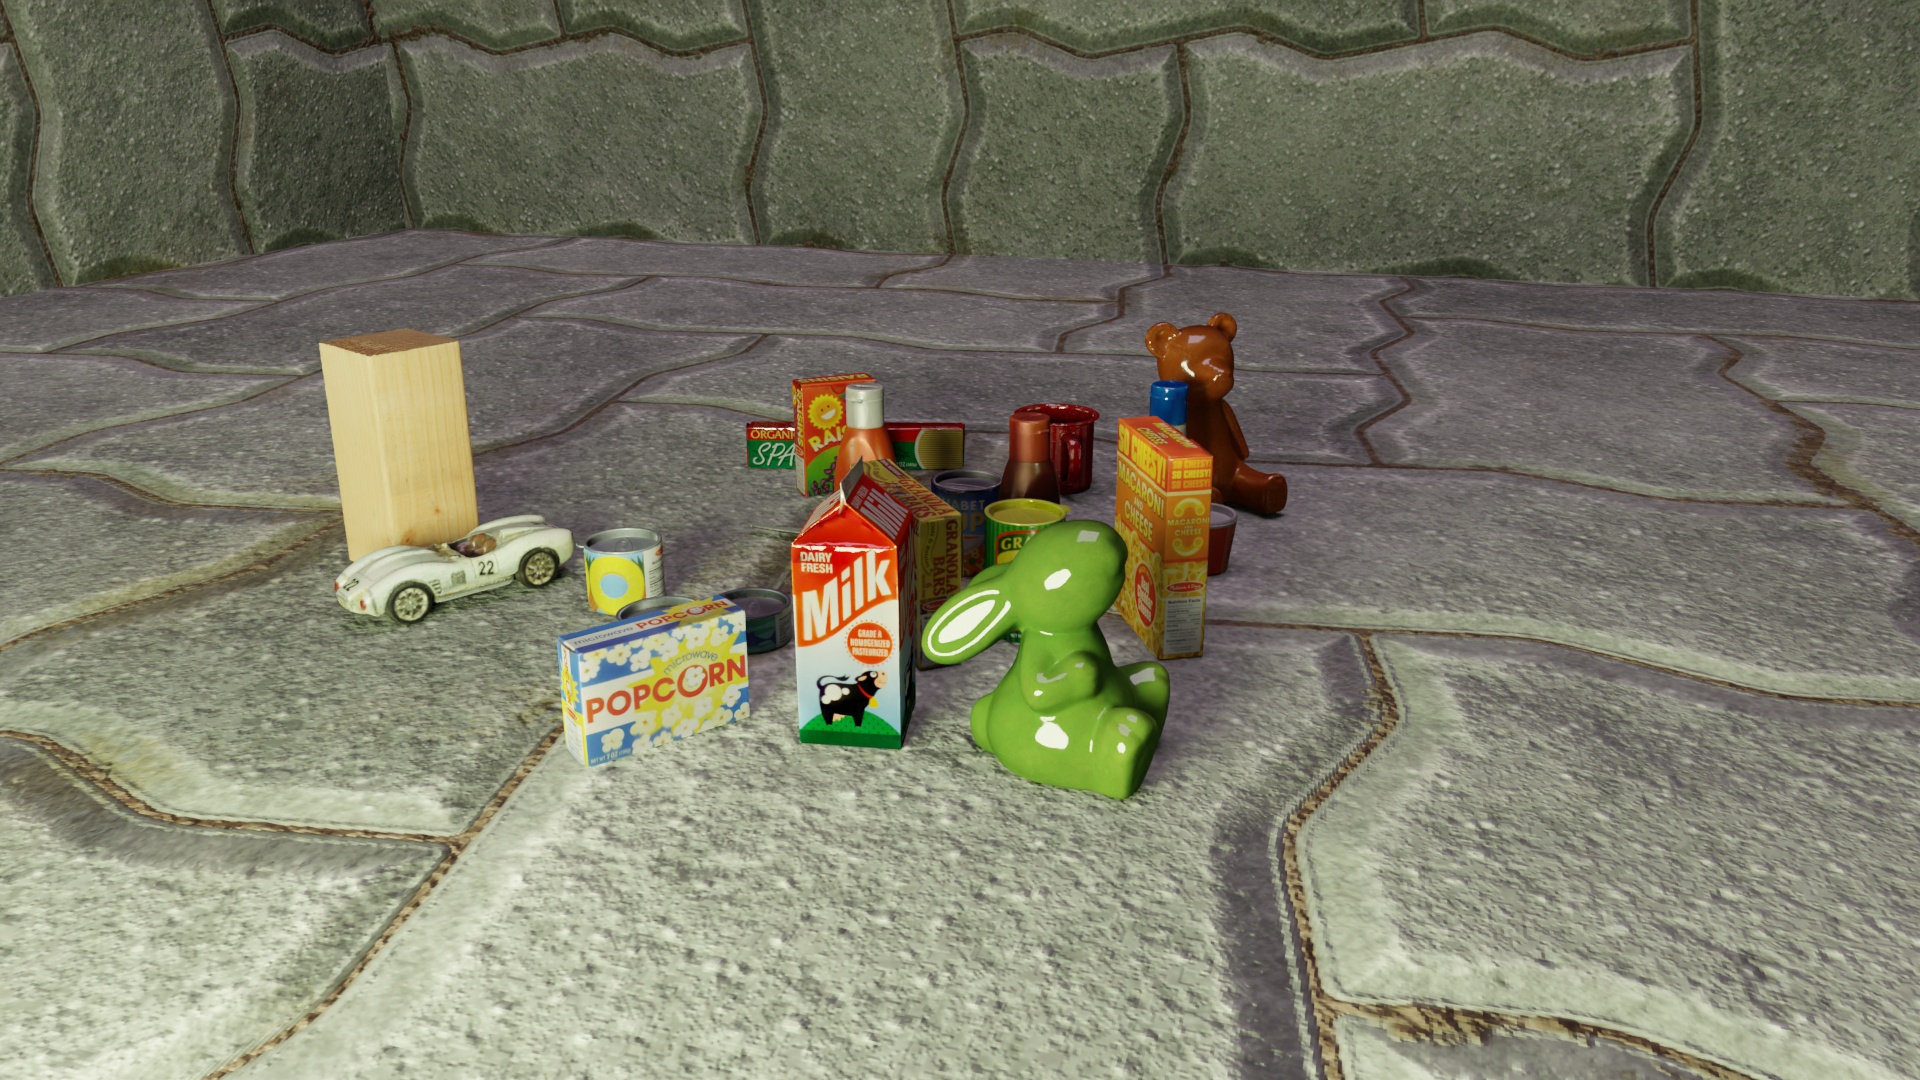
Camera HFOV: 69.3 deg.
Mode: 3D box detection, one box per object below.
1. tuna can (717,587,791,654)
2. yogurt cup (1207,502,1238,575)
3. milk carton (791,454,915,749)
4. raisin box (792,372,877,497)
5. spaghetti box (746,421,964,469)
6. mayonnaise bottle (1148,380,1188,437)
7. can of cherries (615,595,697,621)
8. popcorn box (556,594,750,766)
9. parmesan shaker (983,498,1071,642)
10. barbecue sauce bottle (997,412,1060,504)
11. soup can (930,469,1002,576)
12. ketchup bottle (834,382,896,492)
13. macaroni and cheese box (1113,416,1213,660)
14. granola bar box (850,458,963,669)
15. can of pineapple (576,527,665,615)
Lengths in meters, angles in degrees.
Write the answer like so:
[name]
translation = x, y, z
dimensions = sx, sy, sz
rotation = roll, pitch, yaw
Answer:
[tuna can]
translation = -0.172, 0.064, 1.119
dimensions = 0.071, 0.032, 0.071
rotation = 0, 19, 0
[yogurt cup]
translation = 0.220, -0.001, 1.278
dimensions = 0.072, 0.053, 0.072
rotation = 0, 19, 0
[milk carton]
translation = -0.071, 0.041, 0.950
dimensions = 0.073, 0.189, 0.072
rotation = 2, 19, 6
[raisin box]
translation = -0.134, -0.114, 1.489
dimensions = 0.086, 0.123, 0.040
rotation = -8, 20, -21
[spaghetti box]
translation = -0.120, -0.108, 1.583
dimensions = 0.250, 0.050, 0.029
rotation = 0, 19, 0
[mayonnaise bottle]
translation = 0.202, -0.081, 1.363
dimensions = 0.041, 0.147, 0.065
rotation = 4, 19, 11
[can of cherries]
translation = -0.221, 0.081, 1.034
dimensions = 0.071, 0.058, 0.072
rotation = 0, 19, 0
[popcorn box]
translation = -0.209, 0.095, 0.954
dimensions = 0.127, 0.085, 0.038
rotation = -15, 24, -36
[parmesan shaker]
translation = 0.054, 0.024, 1.130
dimensions = 0.071, 0.102, 0.071
rotation = 0, 19, 0
[barbecue sauce bottle]
translation = 0.061, -0.039, 1.241
dimensions = 0.065, 0.148, 0.044
rotation = -16, 24, -38
[soup can]
translation = 0.005, -0.016, 1.272
dimensions = 0.071, 0.083, 0.071
rotation = 0, 19, 0
[ketchup bottle]
translation = -0.091, -0.077, 1.346
dimensions = 0.065, 0.148, 0.044
rotation = 7, 20, 20
[macaroni and cheese box]
translation = 0.161, -0.005, 1.119
dimensions = 0.040, 0.165, 0.124
rotation = -4, 19, -12
[granola bar box]
translation = -0.045, 0.015, 1.123
dimensions = 0.039, 0.123, 0.166
rotation = -8, 21, -21
[can of pineapple]
translation = -0.289, 0.026, 1.189
dimensions = 0.071, 0.057, 0.071
rotation = 0, 19, 0
